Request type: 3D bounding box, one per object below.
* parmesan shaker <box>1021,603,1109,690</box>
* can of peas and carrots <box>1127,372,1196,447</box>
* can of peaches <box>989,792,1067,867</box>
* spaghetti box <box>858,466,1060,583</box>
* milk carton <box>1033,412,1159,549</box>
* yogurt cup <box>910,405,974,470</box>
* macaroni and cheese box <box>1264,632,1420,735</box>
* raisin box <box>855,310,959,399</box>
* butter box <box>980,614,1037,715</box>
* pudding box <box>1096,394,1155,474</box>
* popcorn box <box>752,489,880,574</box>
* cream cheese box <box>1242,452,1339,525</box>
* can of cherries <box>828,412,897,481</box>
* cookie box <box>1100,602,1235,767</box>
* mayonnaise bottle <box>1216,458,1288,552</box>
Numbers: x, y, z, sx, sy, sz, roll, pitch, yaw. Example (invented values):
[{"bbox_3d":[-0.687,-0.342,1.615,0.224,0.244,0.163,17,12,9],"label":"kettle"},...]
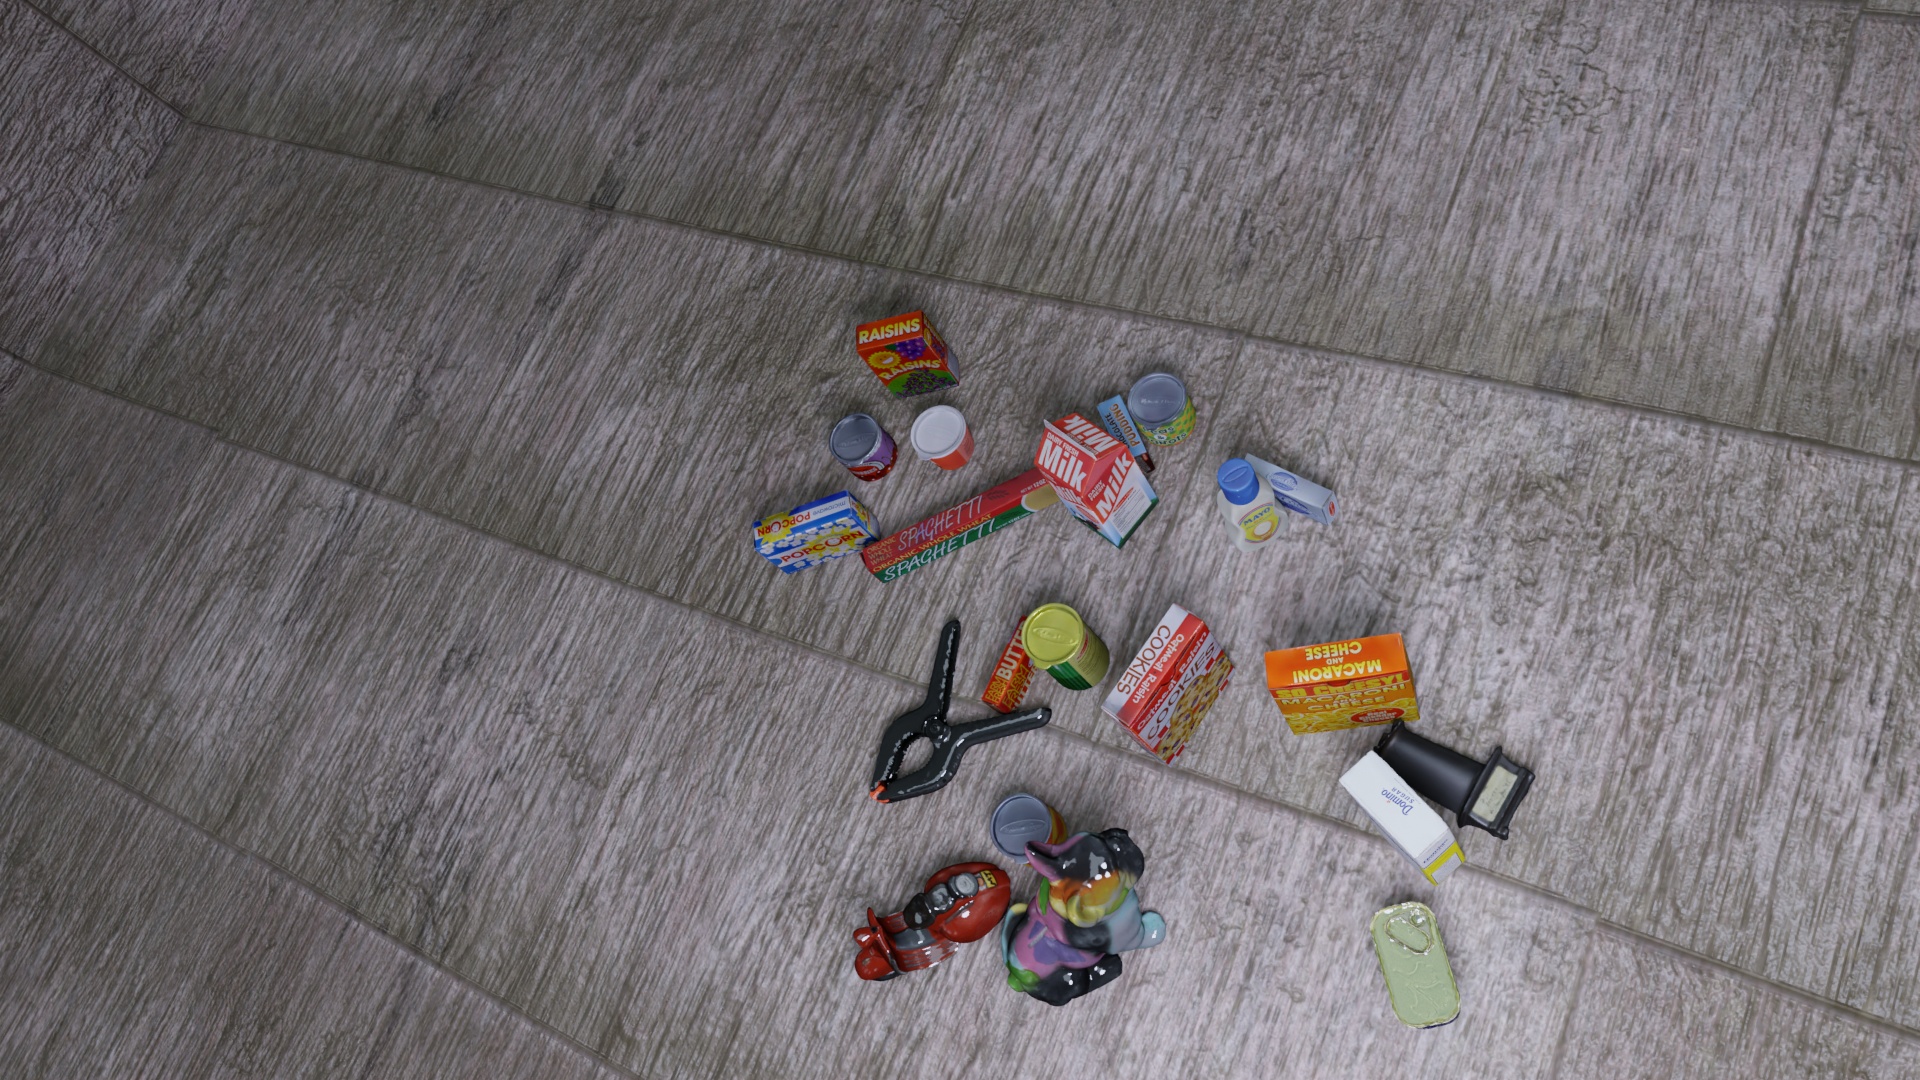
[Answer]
[{"bbox_3d":[0.110,0.115,1.450,0.071,0.103,0.071,-8,66,19],"label":"parmesan shaker"},{"bbox_3d":[0.224,-0.142,1.541,0.071,0.058,0.071,-8,65,19],"label":"can of peas and carrots"},{"bbox_3d":[0.070,0.298,1.413,0.071,0.058,0.071,-8,65,19],"label":"can of peaches"},{"bbox_3d":[0.006,-0.020,1.581,0.250,0.050,0.029,-25,61,10],"label":"spaghetti box"},{"bbox_3d":[0.141,-0.069,1.467,0.072,0.190,0.073,37,86,30],"label":"milk carton"},{"bbox_3d":[-0.018,-0.118,1.631,0.072,0.054,0.072,-8,65,19],"label":"yogurt cup"},{"bbox_3d":[0.361,0.138,1.303,0.123,0.166,0.040,-11,65,18],"label":"macaroni and cheese box"},{"bbox_3d":[-0.061,-0.220,1.653,0.086,0.123,0.040,-10,65,18],"label":"raisin box"},{"bbox_3d":[0.061,0.136,1.490,0.024,0.053,0.103,21,77,28],"label":"butter box"},{"bbox_3d":[0.185,-0.116,1.551,0.030,0.049,0.084,-26,61,10],"label":"pudding box"},{"bbox_3d":[-0.168,-0.009,1.626,0.126,0.085,0.038,-18,63,14],"label":"popcorn box"},{"bbox_3d":[0.344,-0.053,1.458,0.104,0.053,0.024,29,81,29],"label":"cream cheese box"},{"bbox_3d":[-0.116,-0.109,1.664,0.071,0.058,0.072,-8,65,19],"label":"can of cherries"},{"bbox_3d":[0.208,0.145,1.361,0.040,0.167,0.123,32,83,30],"label":"cookie box"},{"bbox_3d":[0.293,-0.037,1.417,0.065,0.147,0.041,-32,60,7],"label":"mayonnaise bottle"}]
